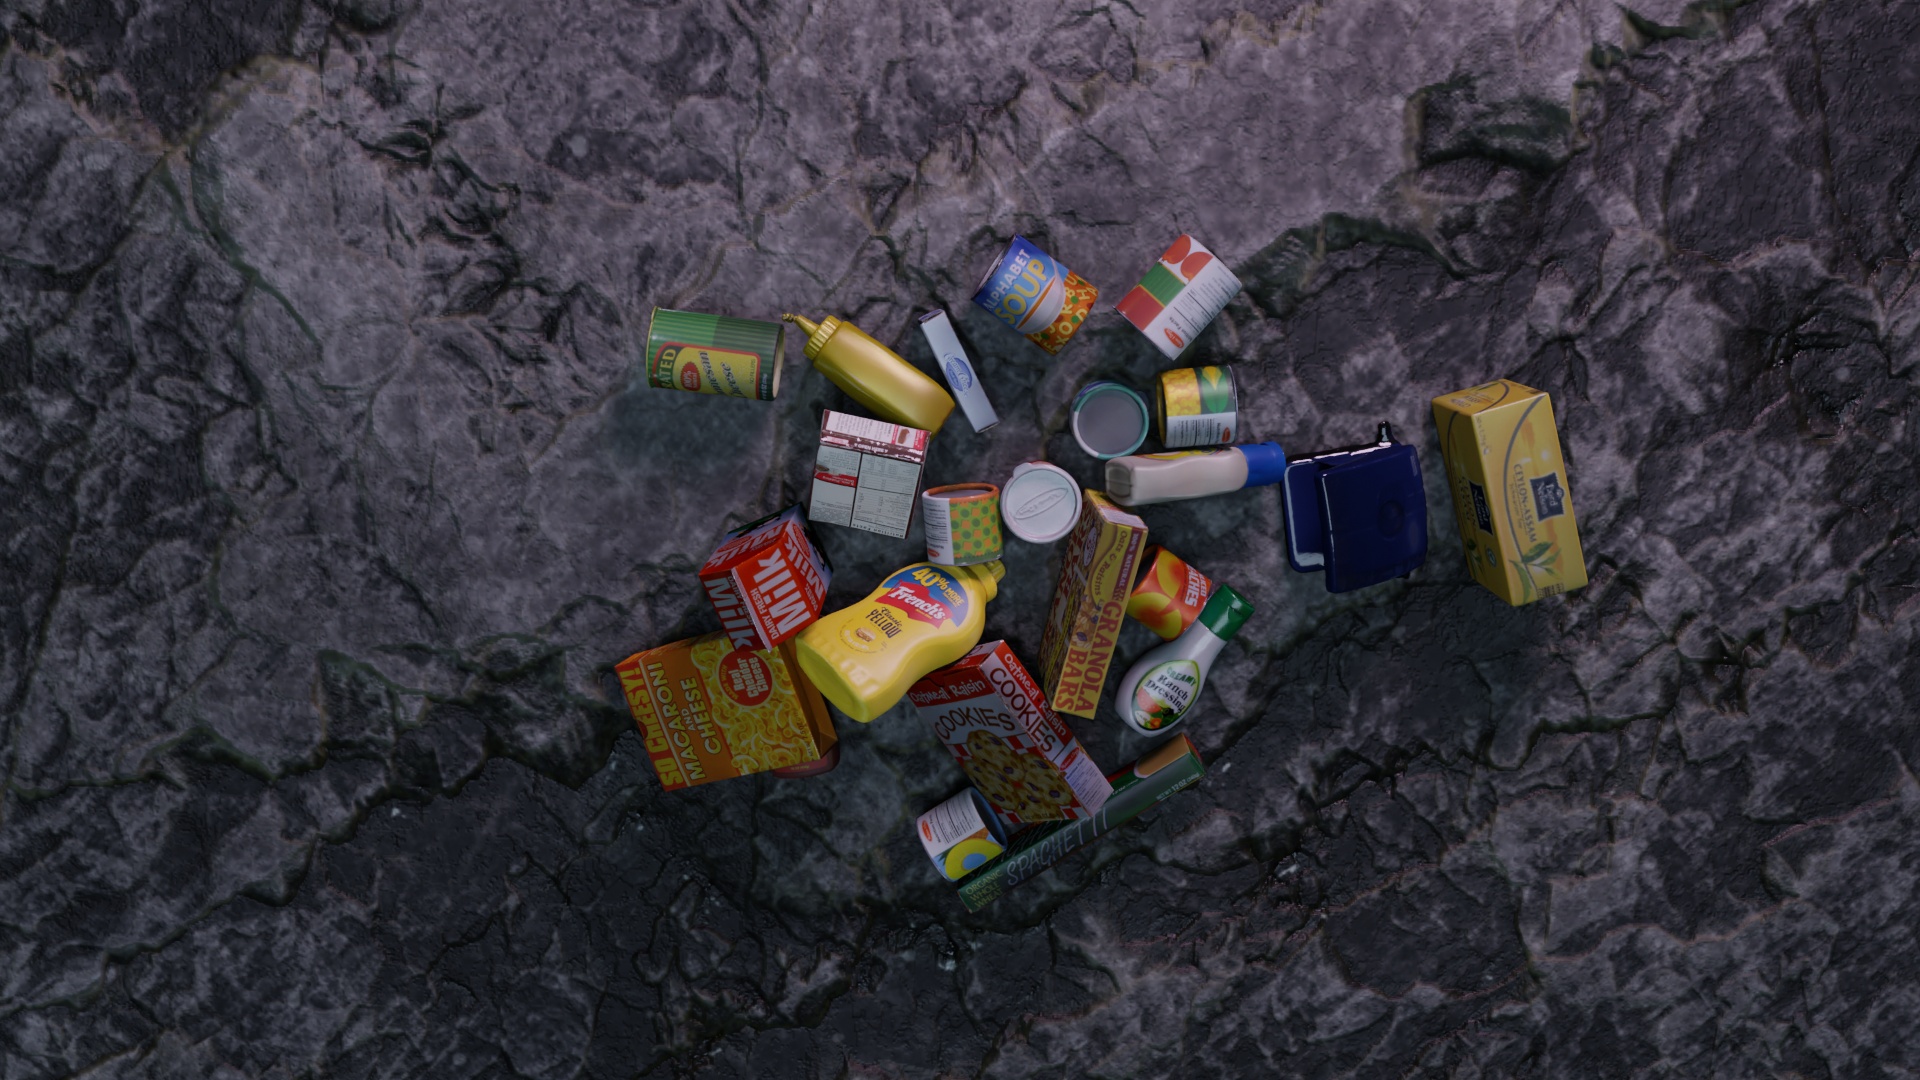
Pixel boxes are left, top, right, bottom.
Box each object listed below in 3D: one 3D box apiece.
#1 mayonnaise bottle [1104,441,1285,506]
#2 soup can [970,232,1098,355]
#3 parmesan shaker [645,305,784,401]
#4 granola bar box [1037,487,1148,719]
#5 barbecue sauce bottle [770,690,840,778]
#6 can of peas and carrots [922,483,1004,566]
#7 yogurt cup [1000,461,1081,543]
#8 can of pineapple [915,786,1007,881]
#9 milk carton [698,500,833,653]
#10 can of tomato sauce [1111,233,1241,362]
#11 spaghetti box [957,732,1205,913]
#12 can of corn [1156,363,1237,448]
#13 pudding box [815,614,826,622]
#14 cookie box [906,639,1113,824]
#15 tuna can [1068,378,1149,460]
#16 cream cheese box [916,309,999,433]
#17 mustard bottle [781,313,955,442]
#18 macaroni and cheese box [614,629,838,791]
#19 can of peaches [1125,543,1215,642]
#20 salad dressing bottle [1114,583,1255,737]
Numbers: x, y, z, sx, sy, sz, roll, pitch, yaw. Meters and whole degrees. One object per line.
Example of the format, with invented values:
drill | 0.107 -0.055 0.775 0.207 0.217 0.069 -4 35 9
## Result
mayonnaise bottle | 0.199 -0.057 1.161 0.148 0.065 0.041 -8 100 -18
soup can | 0.060 -0.200 1.131 0.084 0.071 0.071 33 102 -8
parmesan shaker | -0.200 -0.154 1.142 0.103 0.071 0.071 7 104 -2
granola bar box | 0.107 0.049 1.164 0.039 0.124 0.165 13 103 -6
barbecue sauce bottle | -0.150 0.134 1.226 0.065 0.044 0.148 -8 103 10
can of peas and carrots | 0.004 -0.015 1.180 0.071 0.071 0.058 -5 103 1
yogurt cup | 0.067 -0.036 1.180 0.072 0.054 0.072 0 104 0
can of pineapple | 0.002 0.264 1.248 0.058 0.071 0.071 -33 102 7
milk carton | -0.157 0.032 1.125 0.073 0.191 0.072 -23 103 5
can of tomato sauce | 0.177 -0.199 1.136 0.071 0.071 0.083 41 100 -9
spaghetti box | 0.105 0.255 1.253 0.250 0.050 0.028 -33 100 7
can of corn | 0.196 -0.113 1.157 0.058 0.071 0.071 -5 104 2
pudding box | -0.089 0.092 1.213 0.084 0.050 0.030 10 102 -3
cookie box | 0.037 0.169 1.198 0.040 0.122 0.167 -44 104 -35
tuna can | 0.128 -0.103 1.175 0.071 0.033 0.071 0 104 0
cream cheese box | -0.003 -0.141 1.154 0.024 0.053 0.103 -27 103 1
mustard bottle | -0.079 -0.142 1.148 0.160 0.065 0.049 36 79 -6
macaroni and cheese box | -0.204 0.141 1.199 0.166 0.040 0.123 -16 100 23
can of peaches | 0.174 0.043 1.192 0.058 0.071 0.071 35 101 -7
salad dressing bottle | 0.197 0.104 1.220 0.064 0.044 0.147 36 101 -13
